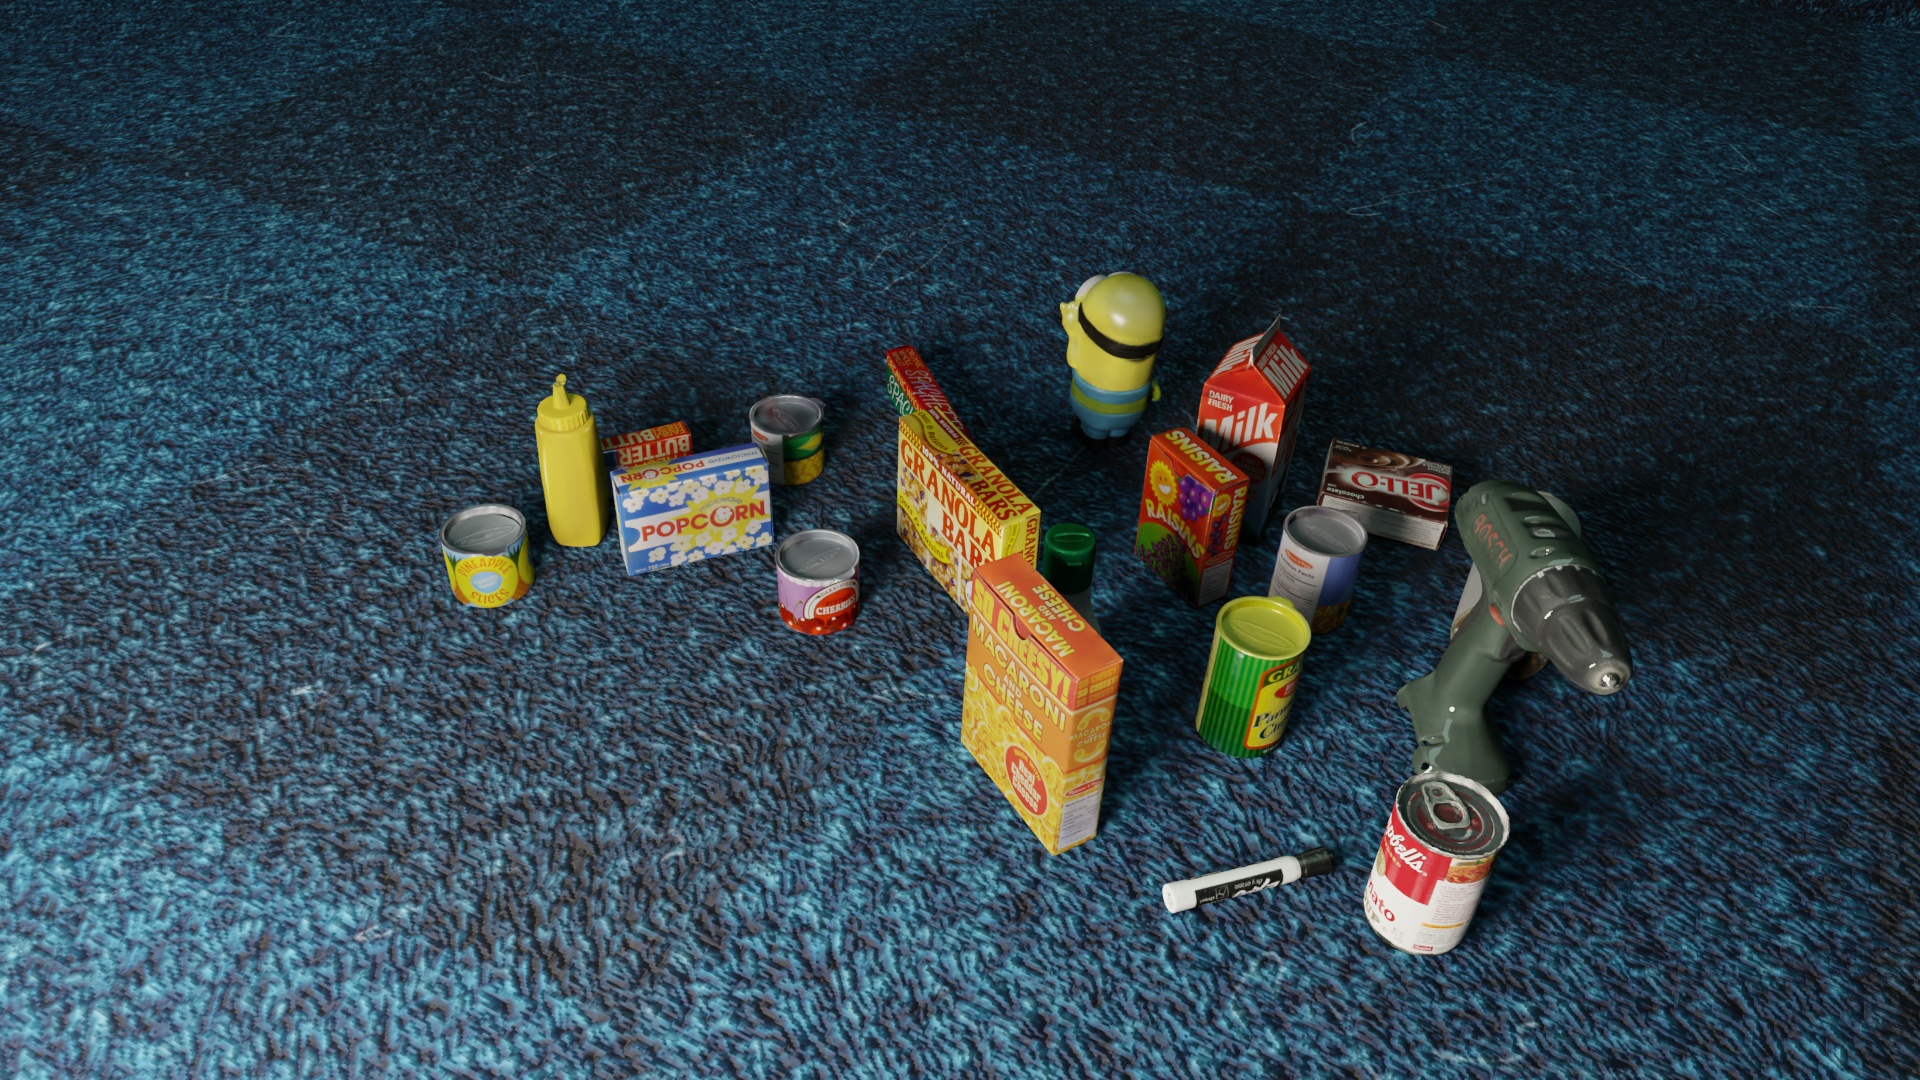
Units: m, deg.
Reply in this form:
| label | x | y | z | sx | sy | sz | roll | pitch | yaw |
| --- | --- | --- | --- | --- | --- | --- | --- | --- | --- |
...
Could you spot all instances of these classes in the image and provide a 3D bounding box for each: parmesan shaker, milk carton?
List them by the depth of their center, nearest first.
| label | x | y | z | sx | sy | sz | roll | pitch | yaw |
| --- | --- | --- | --- | --- | --- | --- | --- | --- | --- |
| parmesan shaker | 0.213 | 0.099 | 1.009 | 0.071 | 0.102 | 0.072 | 2 | 38 | -1 |
| milk carton | 0.247 | -0.097 | 1.190 | 0.073 | 0.189 | 0.073 | 20 | 41 | 21 |

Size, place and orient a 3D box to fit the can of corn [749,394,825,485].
| label | x | y | z | sx | sy | sz | roll | pitch | yaw |
| --- | --- | --- | --- | --- | --- | --- | --- | --- | --- |
| can of corn | -0.155 | -0.092 | 1.264 | 0.071 | 0.058 | 0.071 | 2 | 38 | -1 |

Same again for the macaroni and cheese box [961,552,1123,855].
| label | x | y | z | sx | sy | sz | roll | pitch | yaw |
| --- | --- | --- | --- | --- | --- | --- | --- | --- | --- |
| macaroni and cheese box | 0.050 | 0.111 | 0.933 | 0.040 | 0.165 | 0.124 | -19 | 43 | -25 |

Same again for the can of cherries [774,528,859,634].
| label | x | y | z | sx | sy | sz | roll | pitch | yaw |
| --- | --- | --- | --- | --- | --- | --- | --- | --- | --- |
| can of cherries | -0.112 | 0.034 | 1.106 | 0.071 | 0.058 | 0.072 | 2 | 38 | -1 |

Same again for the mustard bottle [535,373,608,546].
| label | x | y | z | sx | sy | sz | roll | pitch | yaw |
| --- | --- | --- | --- | --- | --- | --- | --- | --- | --- |
| mustard bottle | -0.321 | -0.071 | 1.144 | 0.049 | 0.159 | 0.065 | -1 | 38 | -5 |

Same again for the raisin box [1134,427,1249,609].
| label | x | y | z | sx | sy | sz | roll | pitch | yaw |
| --- | --- | --- | --- | --- | --- | --- | --- | --- | --- |
| raisin box | 0.187 | -0.019 | 1.141 | 0.040 | 0.122 | 0.086 | -18 | 43 | -25 |

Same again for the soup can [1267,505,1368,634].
| label | x | y | z | sx | sy | sz | roll | pitch | yaw |
| --- | --- | --- | --- | --- | --- | --- | --- | --- | --- |
| soup can | 0.290 | 0.023 | 1.126 | 0.071 | 0.083 | 0.072 | 2 | 38 | -1 |

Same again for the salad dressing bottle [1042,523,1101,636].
| label | x | y | z | sx | sy | sz | roll | pitch | yaw |
| --- | --- | --- | --- | --- | --- | --- | --- | --- | --- |
| salad dressing bottle | 0.076 | 0.055 | 1.020 | 0.064 | 0.146 | 0.044 | -2 | 38 | -7 |

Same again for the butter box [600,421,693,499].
| label | x | y | z | sx | sy | sz | roll | pitch | yaw |
| --- | --- | --- | --- | --- | --- | --- | --- | --- | --- |
| butter box | -0.289 | -0.068 | 1.229 | 0.104 | 0.052 | 0.024 | -16 | 42 | -22 |

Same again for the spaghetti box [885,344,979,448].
| label | x | y | z | sx | sy | sz | roll | pitch | yaw |
| --- | --- | --- | --- | --- | --- | --- | --- | --- | --- |
| spaghetti box | -0.019 | -0.100 | 1.289 | 0.029 | 0.049 | 0.251 | -11 | 40 | -17 |

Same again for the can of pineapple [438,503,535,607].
| label | x | y | z | sx | sy | sz | roll | pitch | yaw |
| --- | --- | --- | --- | --- | --- | --- | --- | --- | --- |
| can of pineapple | -0.379 | 0.013 | 1.116 | 0.071 | 0.057 | 0.071 | 2 | 38 | -1 |

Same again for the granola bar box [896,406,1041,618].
| label | x | y | z | sx | sy | sz | roll | pitch | yaw |
| --- | --- | --- | --- | --- | --- | --- | --- | --- | --- |
| granola bar box | 0.004 | -0.014 | 1.122 | 0.039 | 0.123 | 0.166 | -18 | 43 | -24 |

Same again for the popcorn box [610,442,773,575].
| label | x | y | z | sx | sy | sz | roll | pitch | yaw |
| --- | --- | --- | --- | --- | --- | --- | --- | --- | --- |
| popcorn box | -0.221 | -0.027 | 1.155 | 0.127 | 0.084 | 0.038 | -13 | 41 | -20 |
